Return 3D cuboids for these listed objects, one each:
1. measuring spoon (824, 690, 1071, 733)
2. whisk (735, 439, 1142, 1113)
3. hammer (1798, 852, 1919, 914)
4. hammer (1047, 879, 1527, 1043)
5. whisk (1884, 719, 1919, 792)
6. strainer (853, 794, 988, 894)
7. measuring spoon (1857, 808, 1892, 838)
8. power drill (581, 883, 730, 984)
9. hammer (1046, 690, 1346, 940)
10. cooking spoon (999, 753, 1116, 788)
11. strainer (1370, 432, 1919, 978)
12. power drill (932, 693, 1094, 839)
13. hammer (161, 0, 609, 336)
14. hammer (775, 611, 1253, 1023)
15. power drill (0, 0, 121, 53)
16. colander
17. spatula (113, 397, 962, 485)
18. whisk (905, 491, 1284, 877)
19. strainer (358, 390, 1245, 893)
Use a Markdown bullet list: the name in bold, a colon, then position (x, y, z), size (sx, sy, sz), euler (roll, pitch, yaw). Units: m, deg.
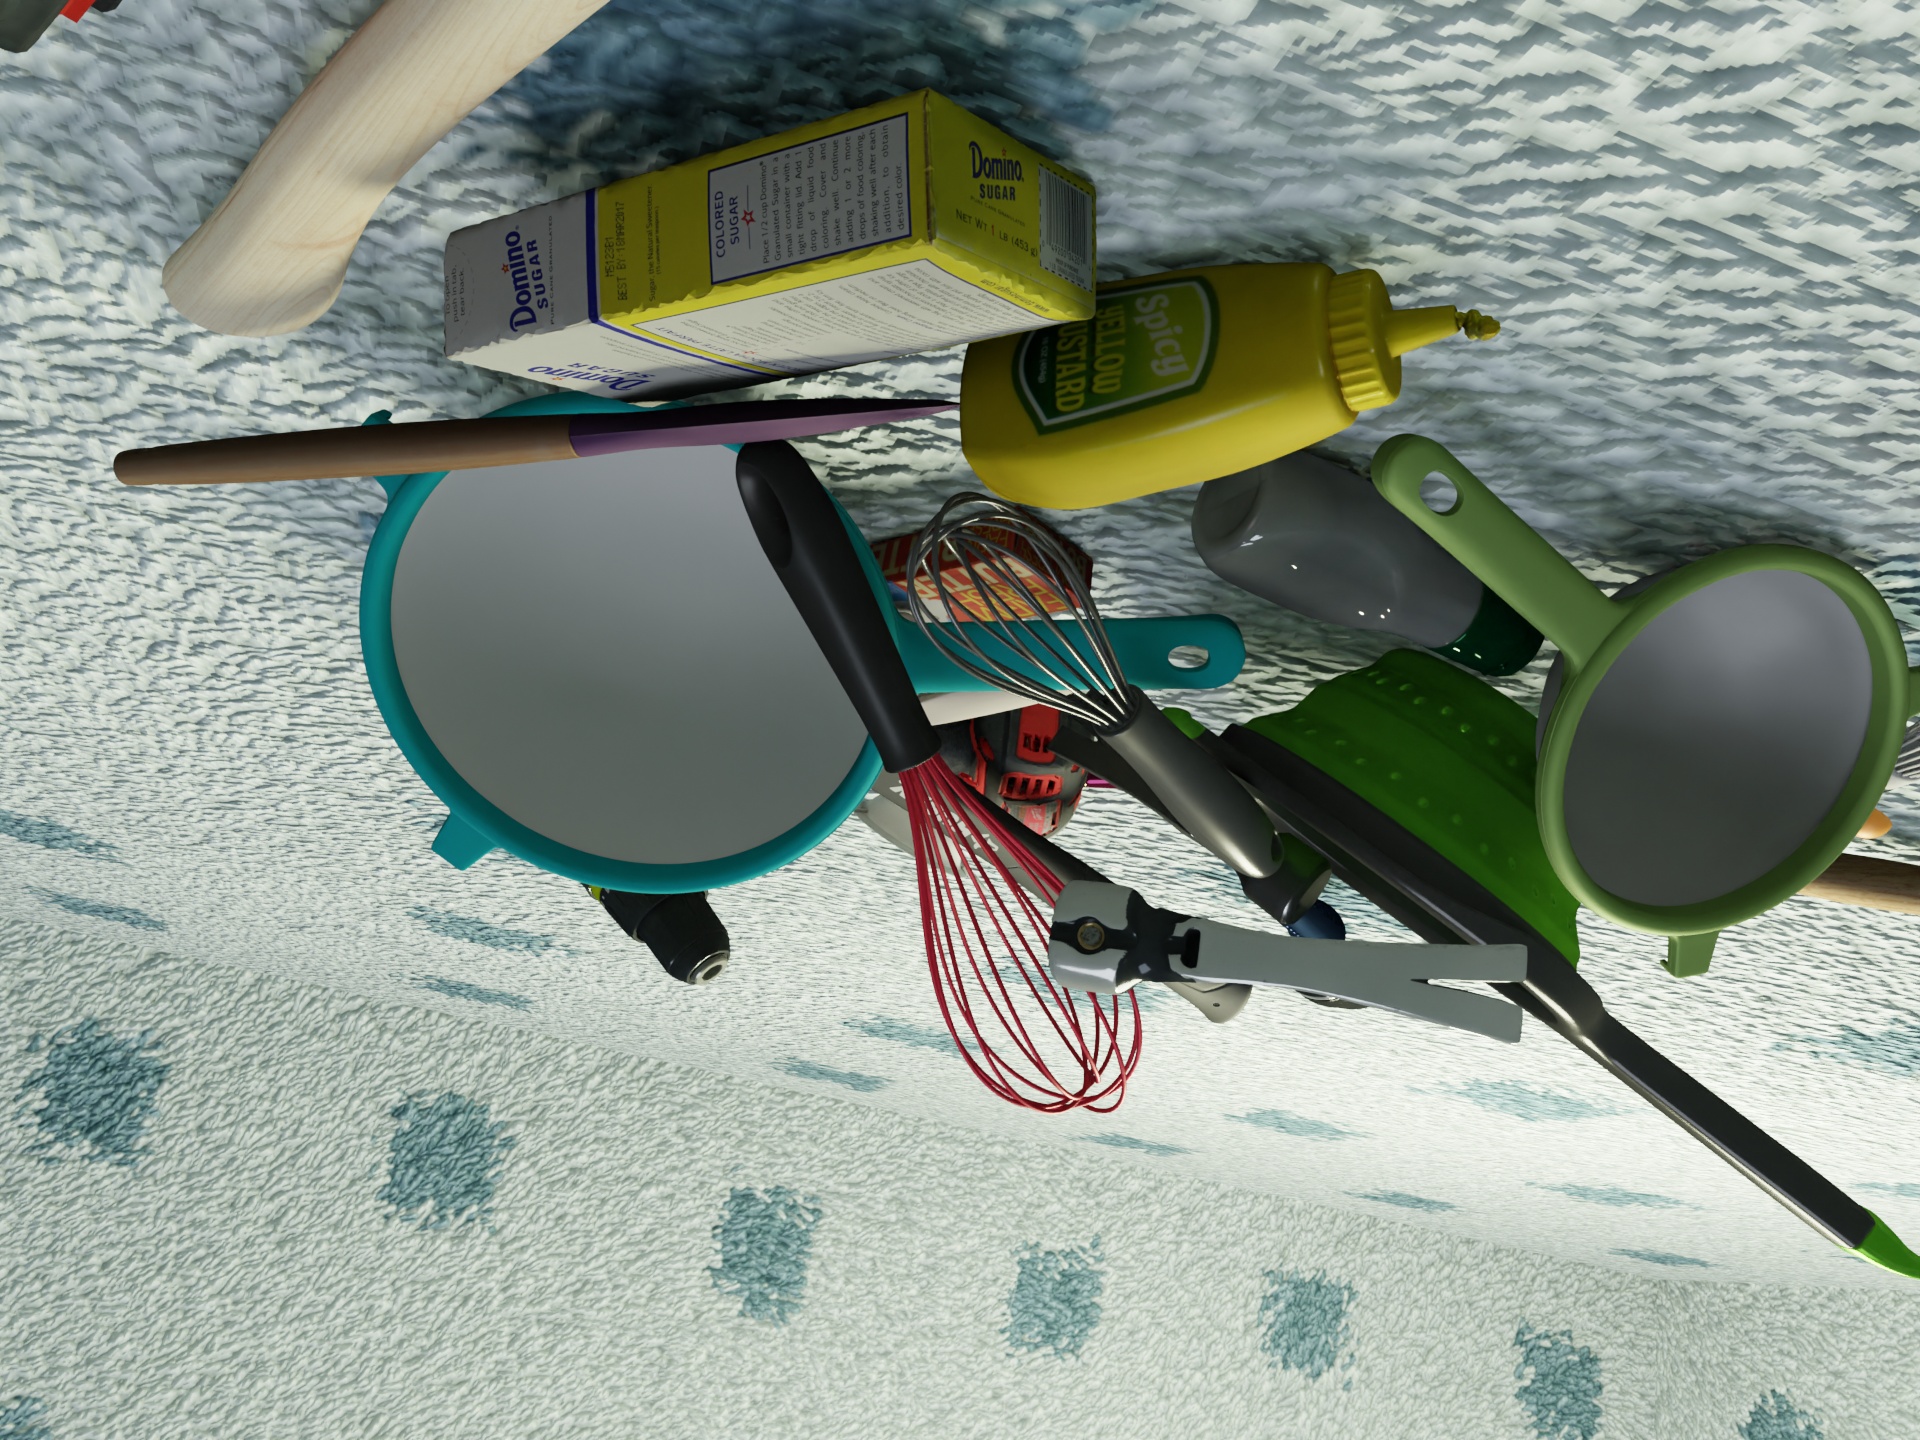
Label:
- **measuring spoon**: position (-0.001, -0.002, 0.680), size (0.124, 0.018, 0.034), euler (-15, 135, 16)
- **whisk**: position (-0.010, 0.030, 0.590), size (0.073, 0.073, 0.295), euler (-10, 113, 43)
- **hammer**: position (0.423, 0.075, 0.789), size (0.331, 0.031, 0.130), euler (10, -177, -9)
- **hammer**: position (0.158, 0.109, 0.683), size (0.149, 0.036, 0.408), euler (5, 172, 18)
- **whisk**: position (0.392, 0.009, 0.633), size (0.070, 0.070, 0.284), euler (11, 164, -1)
- **strainer**: position (-0.087, 0.040, 0.973), size (0.258, 0.050, 0.087), euler (23, -172, -16)
- **measuring spoon**: position (0.338, 0.017, 0.677), size (0.117, 0.011, 0.021), euler (33, 170, 12)
- **power drill**: position (-0.208, 0.044, 0.876), size (0.191, 0.080, 0.228), euler (49, 169, 24)
- **hammer**: position (0.160, 0.081, 0.866), size (0.144, 0.035, 0.405), euler (38, -179, 25)
- **cooking spoon**: position (0.047, 0.029, 0.908), size (0.319, 0.017, 0.068), euler (4, 158, 14)
- **strainer**: position (0.228, -0.027, 0.578), size (0.256, 0.151, 0.069), euler (34, -171, -22)
- **power drill**: position (-0.042, 0.020, 0.846), size (0.219, 0.079, 0.143), euler (6, 155, 2)
- **hammer**: position (-0.136, -0.172, 0.397), size (0.146, 0.038, 0.411), euler (0, 173, -41)
- **hammer**: position (0.033, 0.074, 0.801), size (0.146, 0.035, 0.334), euler (-32, 128, 32)
- **power drill**: position (-0.213, -0.131, 0.315), size (0.188, 0.227, 0.080), euler (-10, 151, 44)
- **colander**: position (0.269, 0.085, 0.681), size (0.397, 0.094, 0.204), euler (38, -179, 2)
- **spatula**: position (-0.153, -0.096, 0.545), size (0.316, 0.018, 0.060), euler (-2, -168, 14)
- **whisk**: position (0.058, -0.001, 0.578), size (0.055, 0.055, 0.238), euler (-7, 144, 39)
- **strainer**: position (-0.061, -0.042, 0.644), size (0.340, 0.095, 0.210), euler (-1, 117, 3)
